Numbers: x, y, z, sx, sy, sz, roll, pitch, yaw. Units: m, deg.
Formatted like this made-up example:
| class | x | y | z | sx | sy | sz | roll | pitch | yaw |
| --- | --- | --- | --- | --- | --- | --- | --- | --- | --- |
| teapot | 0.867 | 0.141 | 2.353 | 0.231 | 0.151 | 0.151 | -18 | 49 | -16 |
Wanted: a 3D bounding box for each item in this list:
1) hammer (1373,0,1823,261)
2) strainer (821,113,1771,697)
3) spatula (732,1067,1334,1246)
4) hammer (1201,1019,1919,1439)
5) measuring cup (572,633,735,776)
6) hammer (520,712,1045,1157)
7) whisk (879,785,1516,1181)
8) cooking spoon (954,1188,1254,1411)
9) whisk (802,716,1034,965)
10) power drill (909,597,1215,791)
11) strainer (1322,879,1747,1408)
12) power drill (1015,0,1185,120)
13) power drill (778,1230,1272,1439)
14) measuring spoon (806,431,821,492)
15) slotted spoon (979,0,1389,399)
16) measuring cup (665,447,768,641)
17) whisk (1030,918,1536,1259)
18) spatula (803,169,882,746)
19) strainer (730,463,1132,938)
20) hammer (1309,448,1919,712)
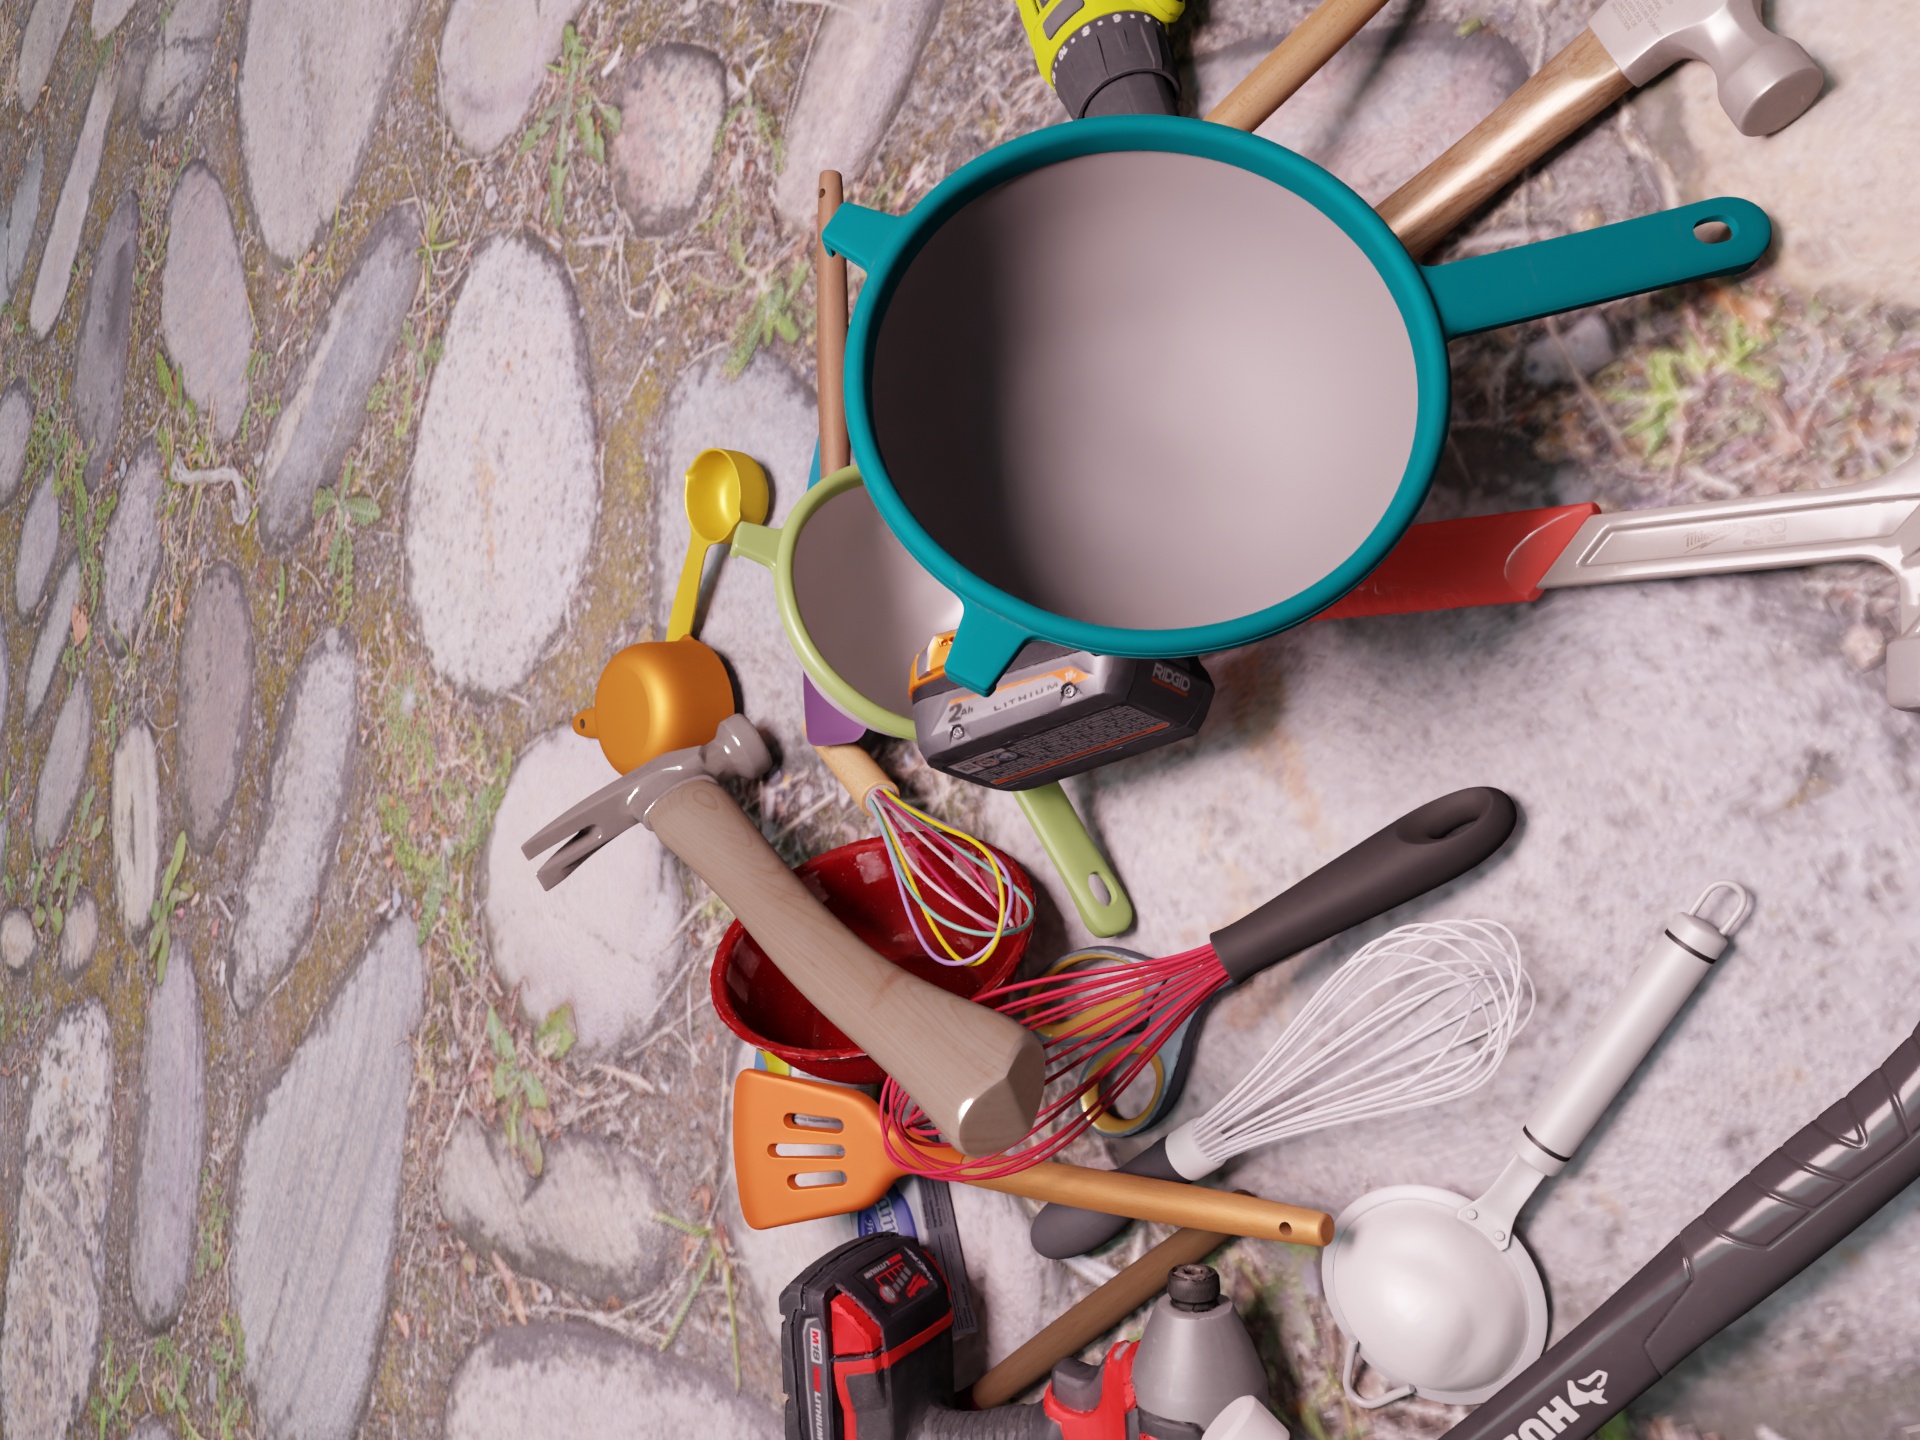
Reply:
| class | x | y | z | sx | sy | sz | roll | pitch | yaw |
| --- | --- | --- | --- | --- | --- | --- | --- | --- | --- |
| hammer | 0.174 | -0.200 | 0.675 | 0.331 | 0.031 | 0.130 | -37 | 61 | 34 |
| strainer | 0.127 | -0.126 | 0.597 | 0.340 | 0.095 | 0.211 | -15 | 73 | -5 |
| spatula | 0.016 | 0.204 | 0.706 | 0.323 | 0.041 | 0.081 | -5 | 87 | 43 |
| hammer | 0.241 | 0.202 | 0.533 | 0.146 | 0.035 | 0.334 | 43 | 108 | 10 |
| measuring cup | -0.211 | -0.002 | 0.984 | 0.174 | 0.052 | 0.095 | -5 | 89 | 44 |
| hammer | -0.091 | 0.095 | 0.741 | 0.411 | 0.146 | 0.038 | 29 | 147 | 58 |
| whisk | 0.091 | 0.107 | 0.648 | 0.296 | 0.073 | 0.073 | -32 | 62 | 13 |
| cooking spoon | 0.027 | 0.307 | 0.748 | 0.318 | 0.017 | 0.069 | -47 | 64 | 28 |
| whisk | -0.030 | 0.046 | 0.790 | 0.245 | 0.051 | 0.047 | -135 | 32 | -56 |
| power drill | 0.047 | -0.098 | 0.699 | 0.164 | 0.084 | 0.227 | -21 | 62 | 36 |
| strainer | 0.208 | 0.165 | 0.588 | 0.087 | 0.050 | 0.258 | 36 | 106 | 24 |
| power drill | 0.120 | -0.369 | 0.720 | 0.228 | 0.080 | 0.191 | -33 | 63 | 38 |
| power drill | 0.030 | 0.295 | 0.690 | 0.220 | 0.078 | 0.143 | -1 | 93 | 33 |
| measuring spoon | -0.073 | -0.139 | 0.910 | 0.042 | 0.021 | 0.129 | 1 | 76 | 53 |
| slotted spoon | 0.108 | -0.244 | 0.668 | 0.314 | 0.031 | 0.070 | -44 | 58 | 0 |
| measuring cup | -0.153 | -0.092 | 0.975 | 0.062 | 0.029 | 0.156 | 40 | 123 | 37 |
| whisk | 0.120 | 0.164 | 0.662 | 0.284 | 0.070 | 0.070 | -43 | 57 | 36 |
| spatula | -0.066 | -0.144 | 0.850 | 0.060 | 0.018 | 0.316 | -9 | 79 | 40 |
| strainer | -0.001 | -0.002 | 0.771 | 0.256 | 0.151 | 0.069 | 60 | 146 | 7 |
| hammer | 0.201 | -0.072 | 0.629 | 0.359 | 0.036 | 0.149 | -2 | 82 | 42 |
